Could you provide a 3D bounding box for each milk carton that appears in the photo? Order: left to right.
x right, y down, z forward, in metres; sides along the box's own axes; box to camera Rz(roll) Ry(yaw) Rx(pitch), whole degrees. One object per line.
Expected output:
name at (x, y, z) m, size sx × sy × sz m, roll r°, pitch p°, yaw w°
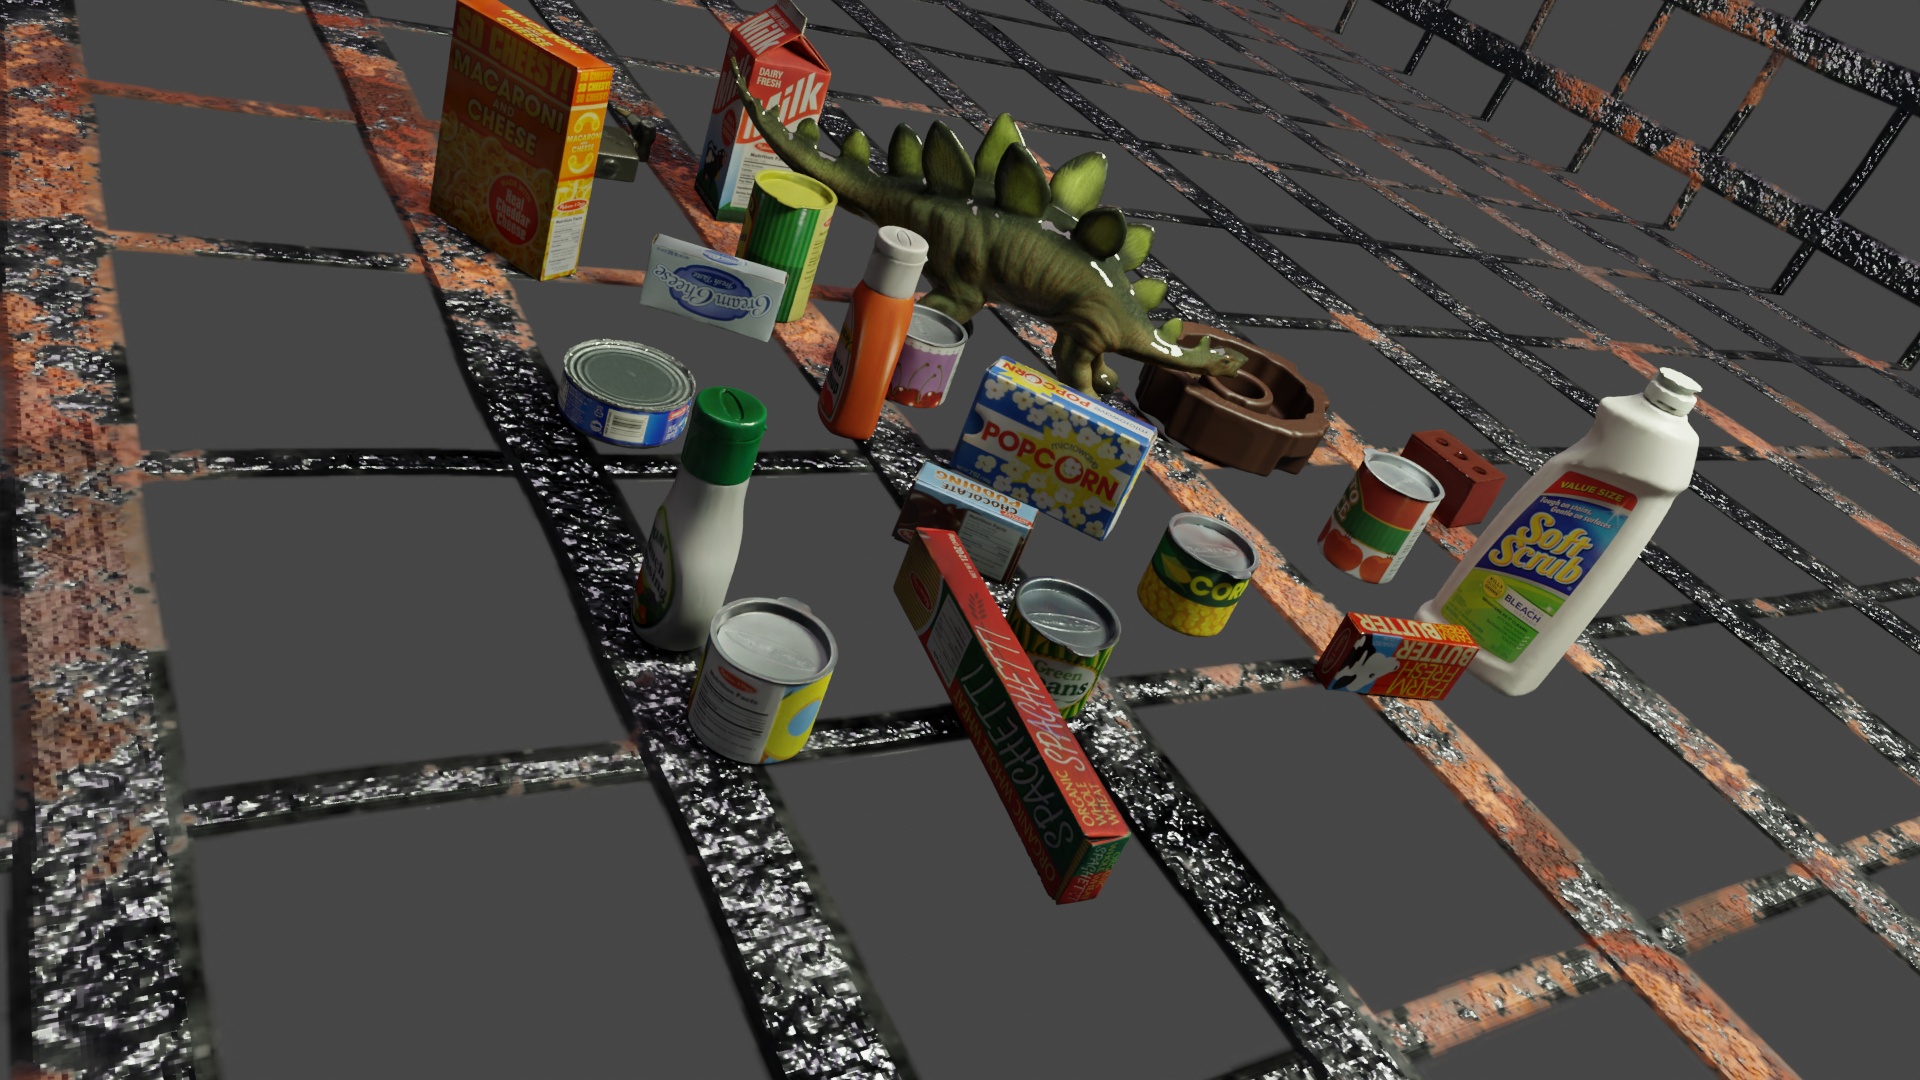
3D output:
milk carton at (-0.172, -0.380, 1.225) m, size 0.073 × 0.189 × 0.072 m, roll 0°, pitch 37°, yaw -31°

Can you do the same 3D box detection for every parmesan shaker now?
parmesan shaker at (-0.144, -0.232, 1.102) m, size 0.071 × 0.102 × 0.072 m, roll 16°, pitch 32°, yaw -10°

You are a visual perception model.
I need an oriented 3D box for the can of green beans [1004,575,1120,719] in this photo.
can of green beans at (0.053, 0.064, 0.818) m, size 0.071 × 0.057 × 0.071 m, roll 16°, pitch 32°, yaw -10°

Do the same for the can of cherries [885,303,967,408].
can of cherries at (-0.037, -0.144, 1.076) m, size 0.071 × 0.058 × 0.072 m, roll 16°, pitch 32°, yaw -10°

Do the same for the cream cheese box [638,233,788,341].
cream cheese box at (-0.189, -0.192, 1.062) m, size 0.104 × 0.053 × 0.024 m, roll 15°, pitch 32°, yaw -11°

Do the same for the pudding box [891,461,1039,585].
pudding box at (0.003, -0.011, 0.909) m, size 0.084 × 0.049 × 0.030 m, roll 23°, pitch 31°, yaw 1°

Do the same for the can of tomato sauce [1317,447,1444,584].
can of tomato sauce at (0.325, -0.019, 1.084) m, size 0.071 × 0.082 × 0.071 m, roll 16°, pitch 32°, yaw -10°

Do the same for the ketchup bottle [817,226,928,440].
ketchup bottle at (-0.061, -0.147, 0.980) m, size 0.043 × 0.148 × 0.065 m, roll 10°, pitch 33°, yaw -20°

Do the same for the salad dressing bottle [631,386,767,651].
salad dressing bottle at (-0.137, -0.010, 0.728) m, size 0.044 × 0.146 × 0.064 m, roll 3°, pitch 36°, yaw -28°

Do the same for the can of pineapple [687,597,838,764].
can of pineapple at (-0.101, 0.071, 0.713) m, size 0.071 × 0.057 × 0.071 m, roll 16°, pitch 32°, yaw -10°

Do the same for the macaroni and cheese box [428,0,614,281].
macaroni and cheese box at (-0.327, -0.295, 1.026) m, size 0.124 × 0.165 × 0.040 m, roll 33°, pitch 33°, yaw 17°

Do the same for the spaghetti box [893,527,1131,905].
spaghetti box at (0.021, 0.088, 0.769) m, size 0.029 × 0.050 × 0.251 m, roll 3°, pitch 36°, yaw -29°

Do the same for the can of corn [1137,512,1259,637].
can of corn at (0.162, 0.025, 0.942) m, size 0.071 × 0.058 × 0.071 m, roll 16°, pitch 32°, yaw -10°

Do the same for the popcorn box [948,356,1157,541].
popcorn box at (0.066, -0.066, 0.996) m, size 0.127 × 0.084 × 0.038 m, roll 26°, pitch 32°, yaw 7°

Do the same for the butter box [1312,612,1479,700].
butter box at (0.297, 0.080, 0.946) m, size 0.103 × 0.052 × 0.024 m, roll 7°, pitch 34°, yaw -23°
